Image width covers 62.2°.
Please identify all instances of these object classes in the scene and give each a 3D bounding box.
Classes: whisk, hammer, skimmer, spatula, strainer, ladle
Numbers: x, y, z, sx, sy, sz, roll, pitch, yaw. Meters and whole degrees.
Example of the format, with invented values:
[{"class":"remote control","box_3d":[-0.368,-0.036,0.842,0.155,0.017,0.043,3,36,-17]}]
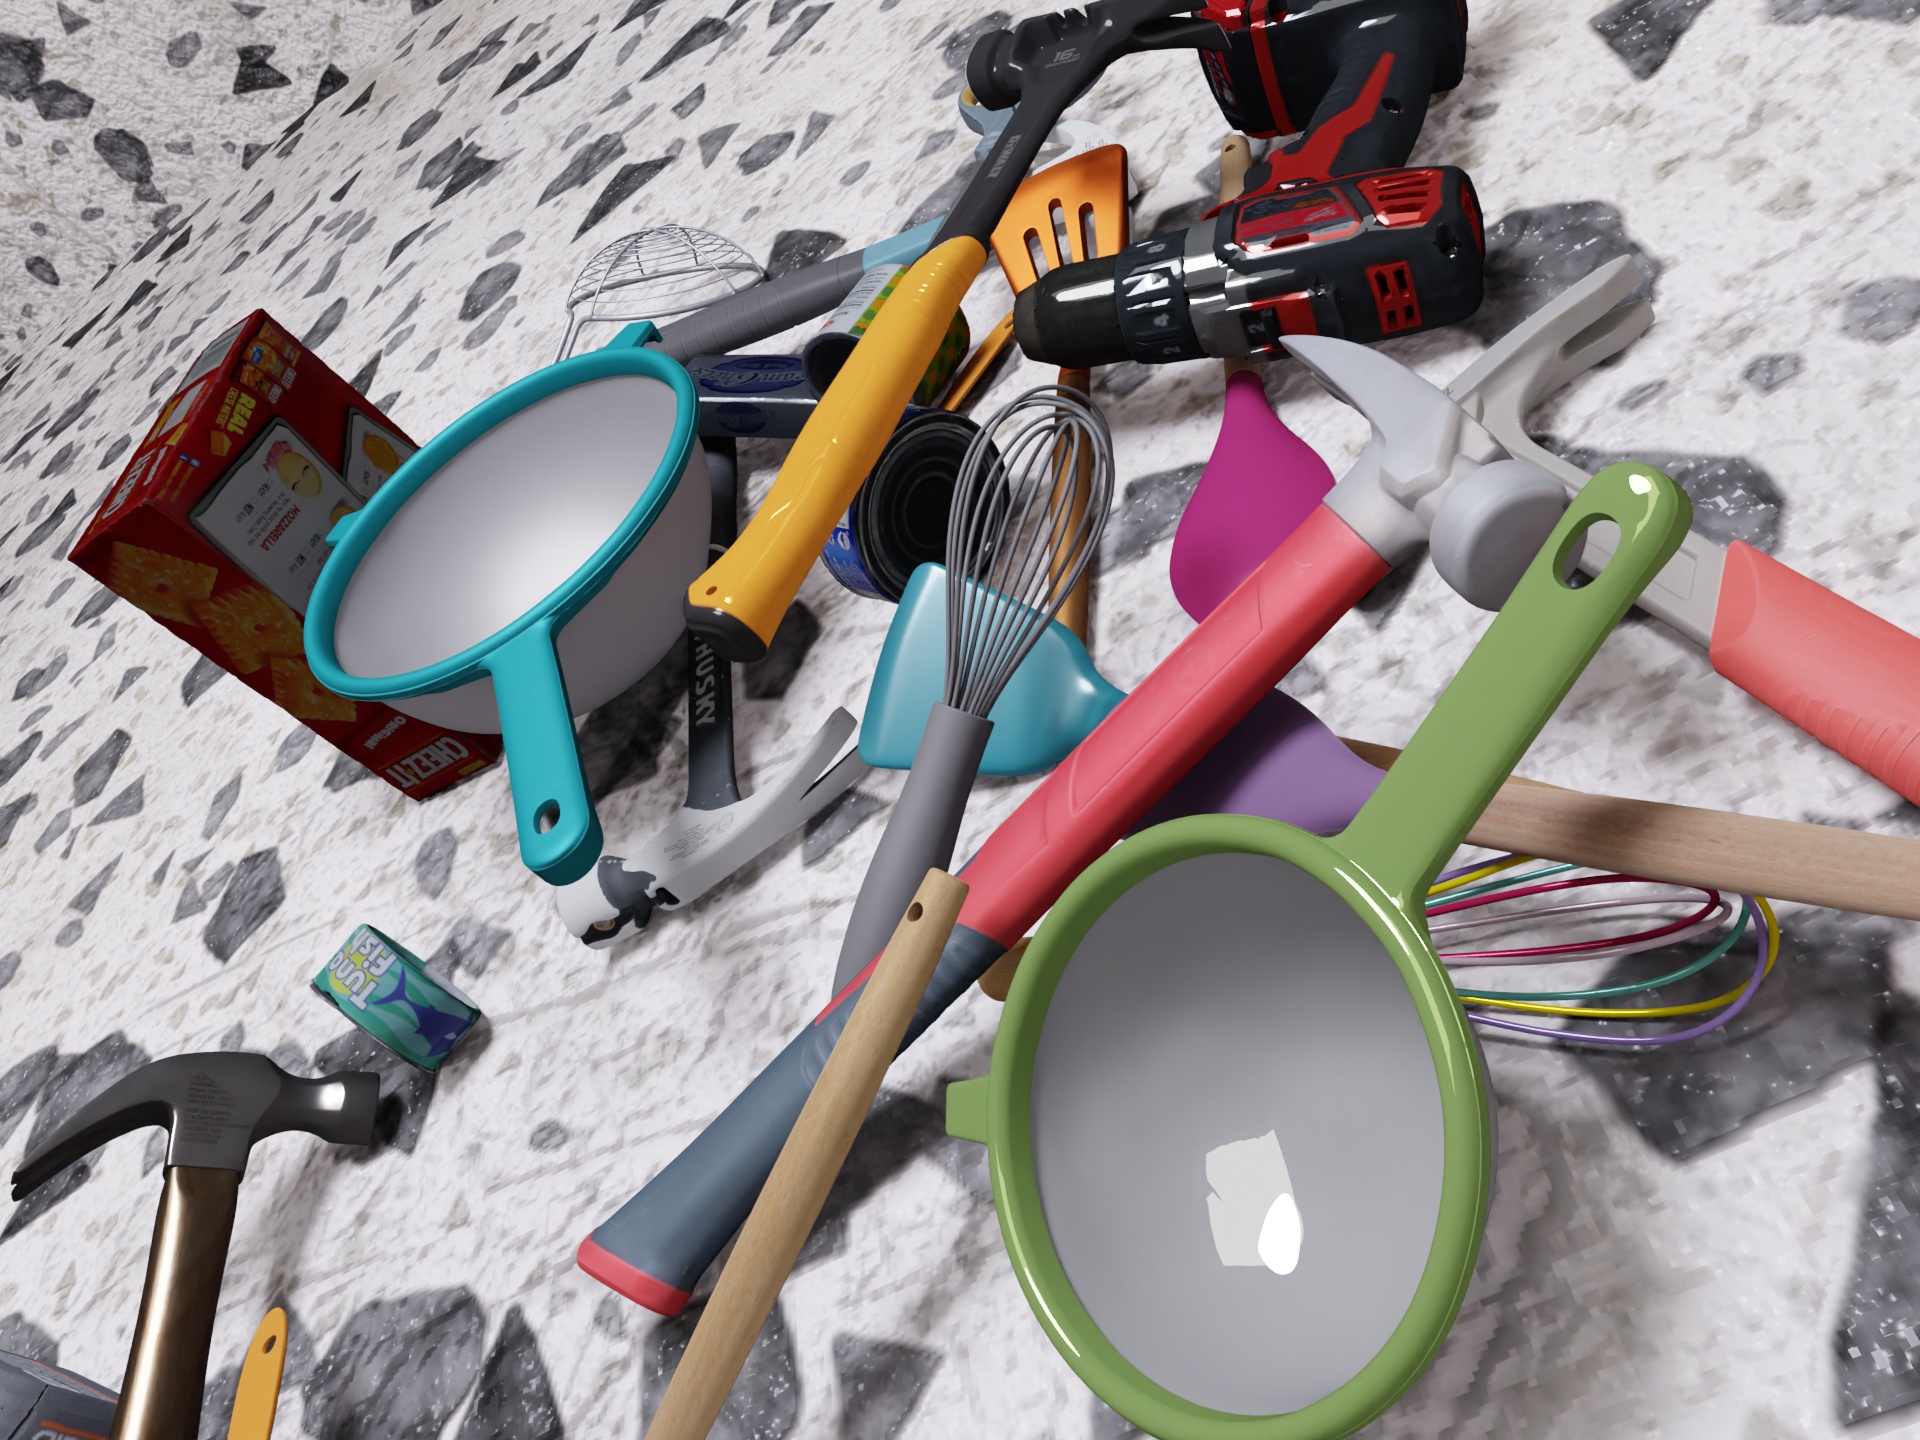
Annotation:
[{"class":"whisk","box_3d":[0.102,0.063,0.458,0.245,0.047,0.051,-11,49,39]},{"class":"hammer","box_3d":[0.010,0.044,0.503,0.386,0.038,0.143,-46,31,14]},{"class":"hammer","box_3d":[-0.062,-0.244,0.876,0.331,0.033,0.128,-16,43,20]},{"class":"hammer","box_3d":[-0.123,-0.074,0.794,0.149,0.036,0.409,-29,39,16]},{"class":"skimmer","box_3d":[-0.255,-0.165,1.004,0.127,0.090,0.363,25,83,47]},{"class":"spatula","box_3d":[0.091,0.008,0.519,0.318,0.044,0.082,14,85,46]},{"class":"hammer","box_3d":[0.238,-0.020,0.421,0.149,0.036,0.359,-40,37,3]},{"class":"spatula","box_3d":[0.134,0.022,0.409,0.316,0.018,0.060,9,74,55]},{"class":"strainer","box_3d":[-0.168,-0.030,0.686,0.211,0.095,0.341,-32,42,5]},{"class":"ladle","box_3d":[-0.081,0.183,0.438,0.078,0.062,0.320,22,84,46]},{"class":"strainer","box_3d":[0.105,0.058,0.389,0.152,0.069,0.256,47,114,44]},{"class":"hammer","box_3d":[-0.296,0.273,0.573,0.031,0.130,0.332,123,149,-43]},{"class":"hammer","box_3d":[-0.010,-0.166,0.639,0.127,0.034,0.337,8,62,43]},{"class":"whisk","box_3d":[-0.001,-0.002,0.554,0.055,0.055,0.239,20,92,49]},{"class":"spatula","box_3d":[0.045,-0.138,0.698,0.081,0.041,0.323,-18,46,25]}]

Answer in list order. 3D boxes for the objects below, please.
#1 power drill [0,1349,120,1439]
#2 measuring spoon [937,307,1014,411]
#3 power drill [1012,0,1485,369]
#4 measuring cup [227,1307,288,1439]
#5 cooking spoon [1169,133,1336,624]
[{"class":"power drill","box_3d":[-0.416,0.360,0.603,0.164,0.084,0.227,-5,55,39]},{"class":"measuring spoon","box_3d":[0.006,-0.166,0.791,0.021,0.011,0.117,-4,48,53]},{"class":"power drill","box_3d":[0.126,-0.238,0.677,0.188,0.080,0.227,-5,52,26]},{"class":"measuring cup","box_3d":[-0.223,0.280,0.530,0.095,0.052,0.174,-34,36,11]},{"class":"cooking spoon","box_3d":[0.119,-0.159,0.673,0.069,0.017,0.319,-17,44,26]}]
